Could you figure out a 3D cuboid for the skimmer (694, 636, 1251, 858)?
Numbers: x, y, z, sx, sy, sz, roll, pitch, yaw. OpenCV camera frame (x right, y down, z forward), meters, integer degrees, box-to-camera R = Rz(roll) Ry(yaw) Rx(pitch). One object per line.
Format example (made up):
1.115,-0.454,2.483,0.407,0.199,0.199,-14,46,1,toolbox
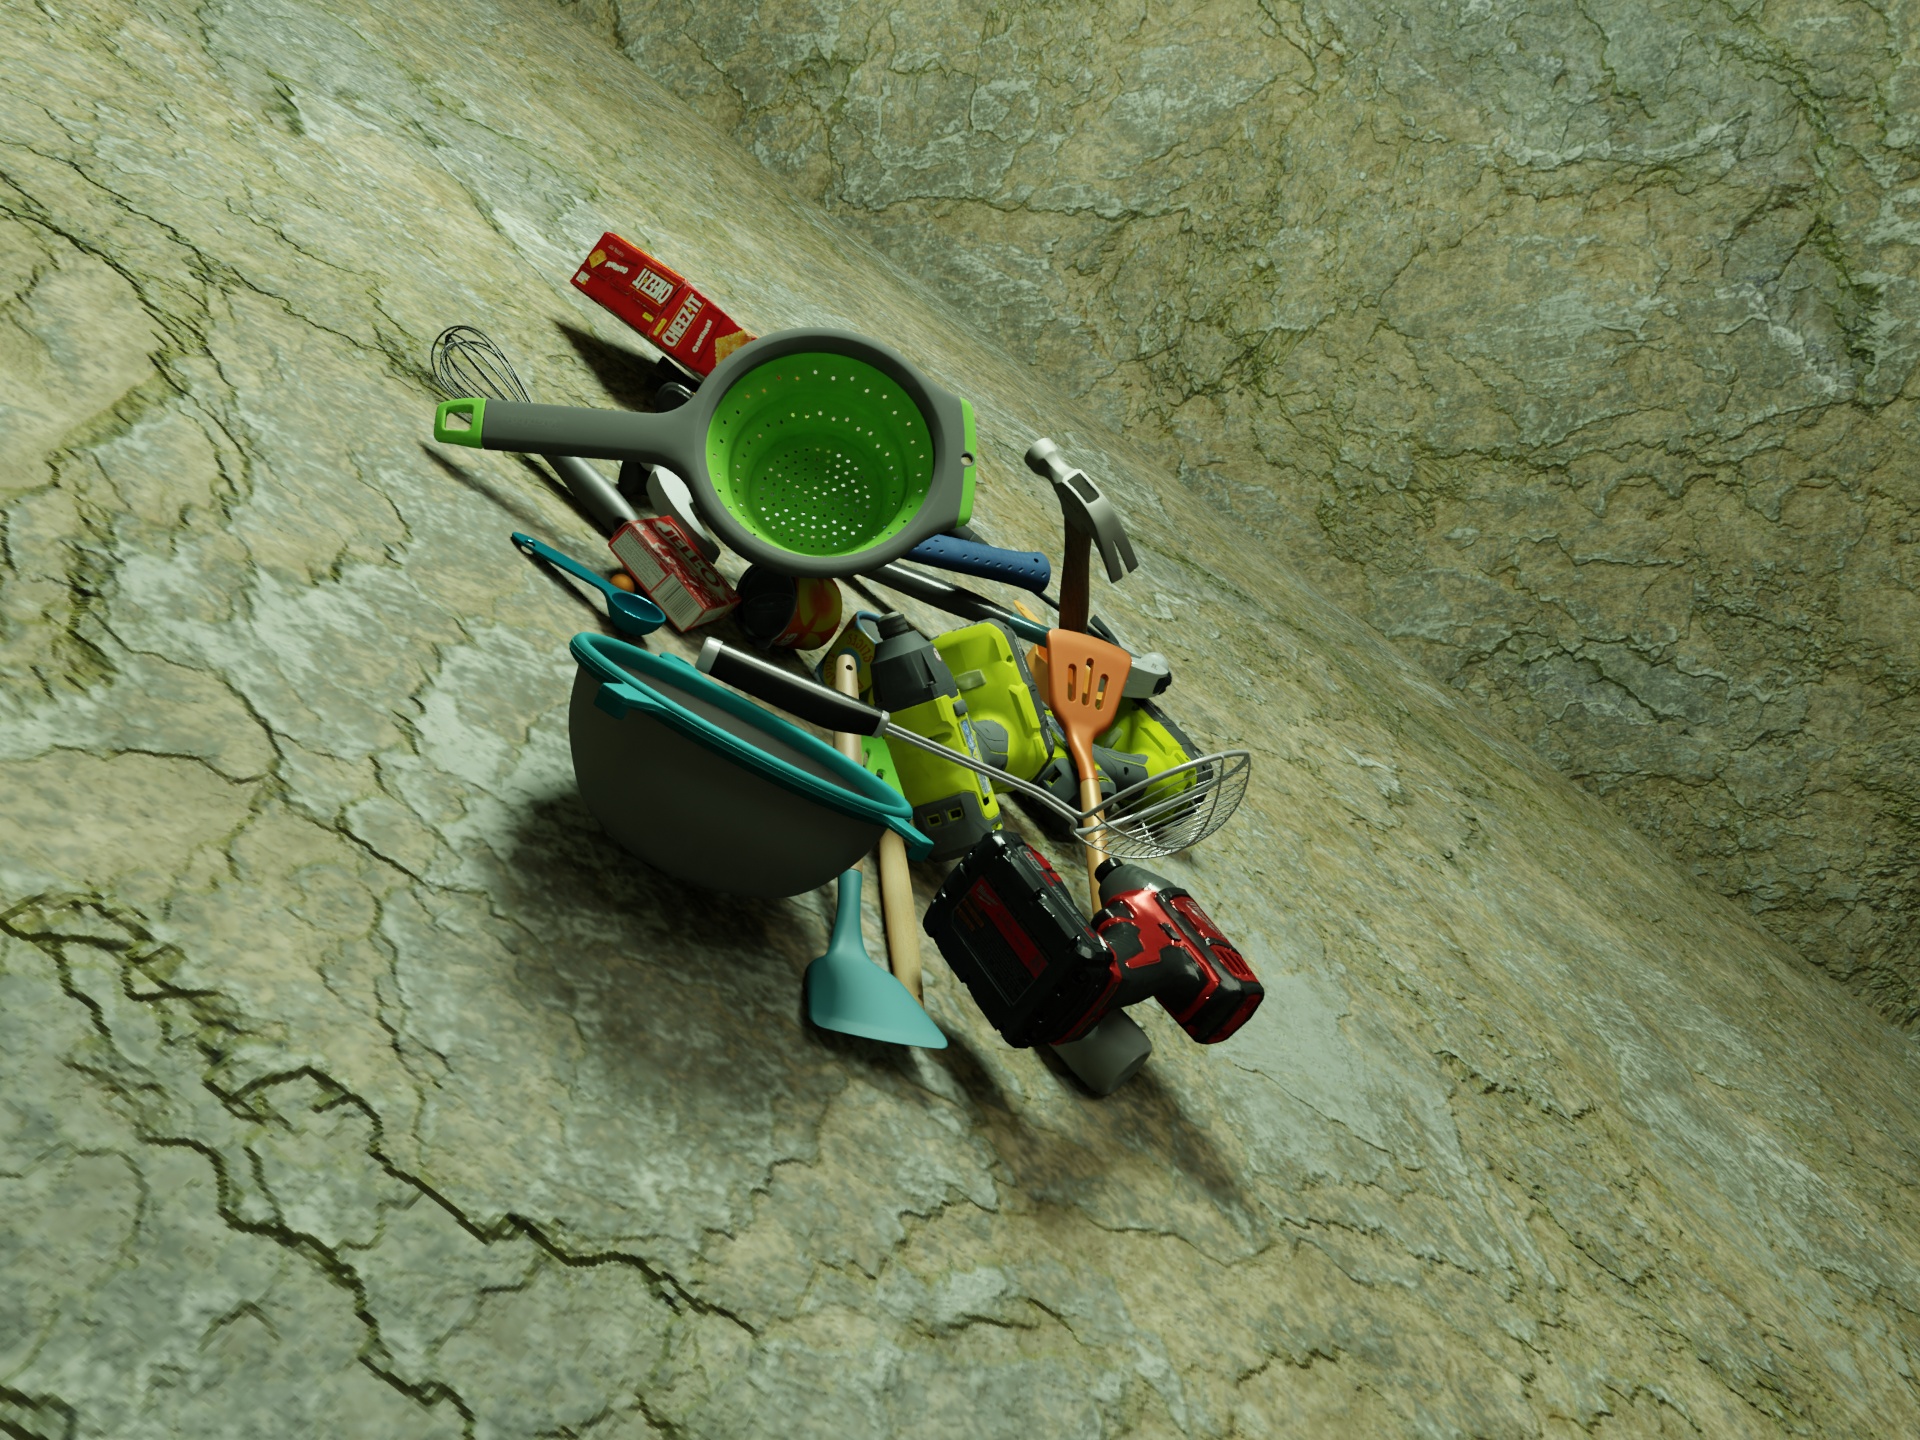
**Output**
0.012,0.002,1.026,0.363,0.127,0.090,23,63,-9,skimmer

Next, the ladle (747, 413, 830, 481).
-0.176,-0.250,1.448,0.078,0.062,0.320,53,11,-3,ladle

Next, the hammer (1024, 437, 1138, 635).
0.111,-0.128,1.519,0.130,0.031,0.331,51,-14,22,hammer

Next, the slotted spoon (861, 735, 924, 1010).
-0.046,0.092,1.052,0.070,0.031,0.314,47,16,-28,slotted spoon

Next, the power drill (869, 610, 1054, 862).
-0.002,-0.004,1.168,0.223,0.080,0.171,-31,103,-74,power drill

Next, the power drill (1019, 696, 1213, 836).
0.103,0.020,1.395,0.228,0.080,0.191,7,35,-50,power drill

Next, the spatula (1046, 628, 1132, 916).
0.105,0.062,1.222,0.081,0.041,0.323,17,44,-20,spatula

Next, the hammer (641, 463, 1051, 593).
-0.082,-0.155,1.370,0.405,0.035,0.144,8,47,-38,hammer

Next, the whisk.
-0.331,-0.221,1.247,0.239,0.055,0.055,46,21,10,whisk

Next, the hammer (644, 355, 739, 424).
-0.245,-0.287,1.437,0.127,0.034,0.337,35,6,-8,hammer

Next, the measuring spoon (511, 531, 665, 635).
-0.266,-0.093,1.118,0.128,0.021,0.042,31,18,9,measuring spoon

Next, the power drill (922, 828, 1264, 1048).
0.087,0.134,0.987,0.219,0.078,0.143,12,32,-50,power drill

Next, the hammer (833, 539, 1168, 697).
0.033,-0.096,1.469,0.331,0.033,0.128,23,15,6,hammer

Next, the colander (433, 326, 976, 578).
-0.190,-0.195,1.212,0.397,0.205,0.094,4,-17,-7,colander

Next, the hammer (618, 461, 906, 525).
-0.170,-0.197,1.427,0.146,0.035,0.334,23,13,35,hammer

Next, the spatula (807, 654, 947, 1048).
-0.063,0.069,0.979,0.082,0.044,0.318,15,44,-21,spatula

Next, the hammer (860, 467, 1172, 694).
0.054,-0.155,1.660,0.408,0.036,0.149,32,8,-34,hammer

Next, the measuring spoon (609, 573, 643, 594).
-0.233,-0.111,1.209,0.021,0.011,0.117,39,20,5,measuring spoon

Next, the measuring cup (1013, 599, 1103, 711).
0.077,-0.054,1.550,0.095,0.052,0.174,21,23,-37,measuring cup

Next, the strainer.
-0.160,0.027,0.943,0.210,0.095,0.341,28,1,-23,strainer
